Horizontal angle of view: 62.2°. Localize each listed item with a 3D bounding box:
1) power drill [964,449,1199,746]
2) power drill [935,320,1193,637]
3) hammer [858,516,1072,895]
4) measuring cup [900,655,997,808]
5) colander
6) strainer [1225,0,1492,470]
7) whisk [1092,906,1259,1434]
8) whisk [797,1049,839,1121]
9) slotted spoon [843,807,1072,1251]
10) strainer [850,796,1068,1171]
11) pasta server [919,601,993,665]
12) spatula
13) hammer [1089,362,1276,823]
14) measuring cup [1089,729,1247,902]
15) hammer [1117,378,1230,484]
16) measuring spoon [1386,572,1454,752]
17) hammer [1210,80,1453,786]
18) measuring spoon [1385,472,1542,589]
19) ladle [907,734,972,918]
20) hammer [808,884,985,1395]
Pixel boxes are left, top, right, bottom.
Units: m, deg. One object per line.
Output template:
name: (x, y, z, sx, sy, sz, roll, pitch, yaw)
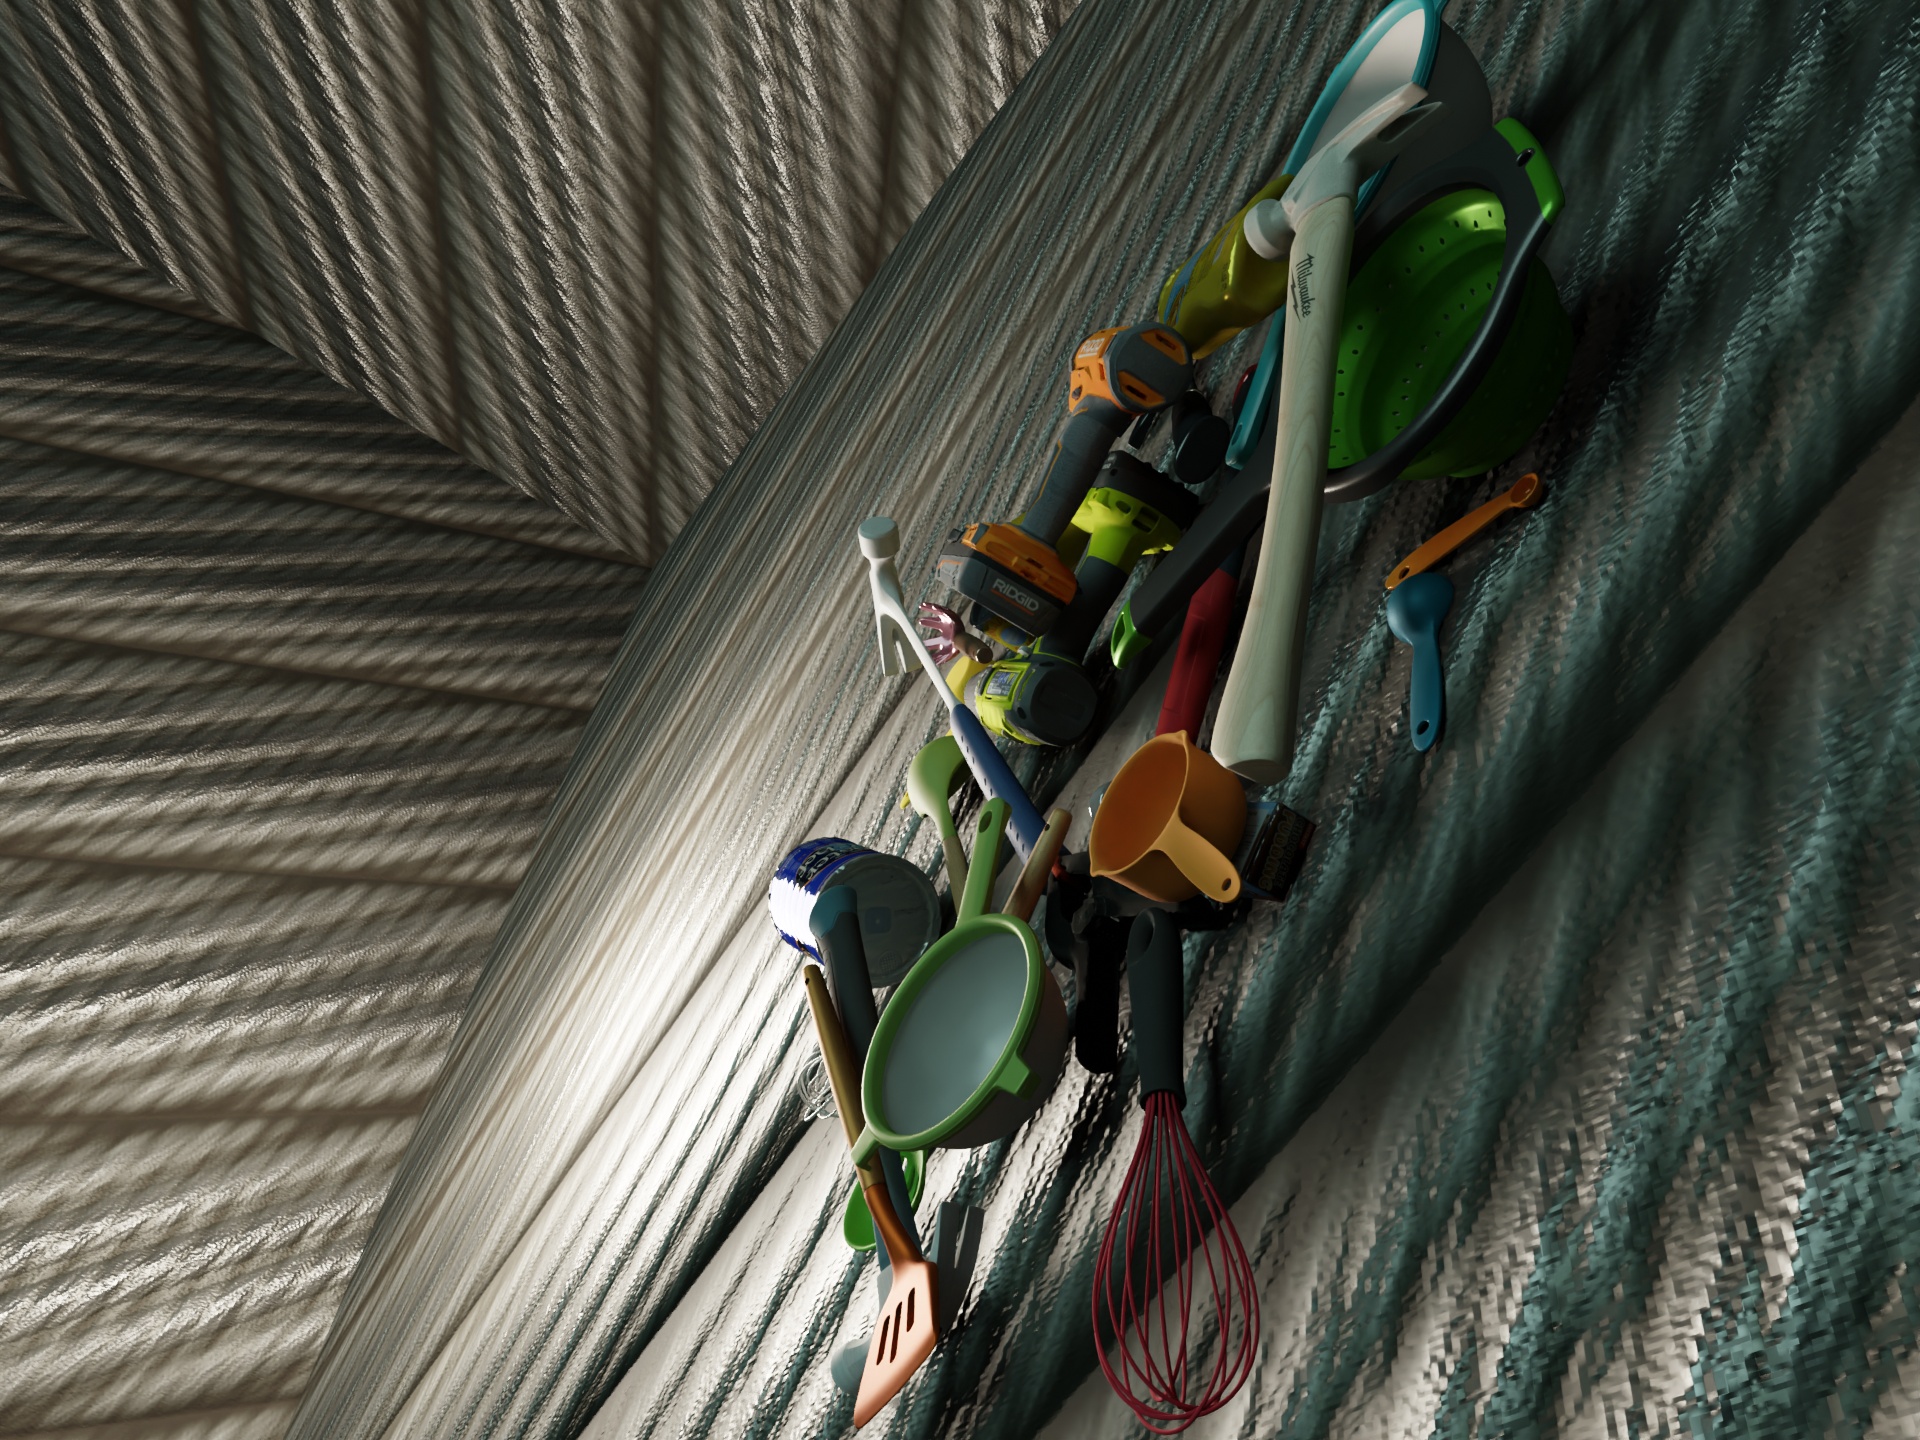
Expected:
power drill: (0.082, -0.088, 1.246, 0.228, 0.080, 0.190, -63, 17, -5)
power drill: (0.072, -0.181, 1.151, 0.226, 0.084, 0.164, -60, 15, 4)
hammer: (-0.002, -0.004, 1.223, 0.406, 0.035, 0.144, -120, 18, -50)
measuring cup: (-0.019, 0.007, 1.418, 0.156, 0.029, 0.062, -57, 19, -3)
colander: (0.232, -0.154, 0.945, 0.397, 0.094, 0.205, -51, 26, 37)
strainer: (0.277, -0.320, 1.094, 0.211, 0.095, 0.340, -169, 99, -78)
whisk: (0.100, 0.201, 0.771, 0.073, 0.073, 0.296, -47, 23, 32)
whisk: (-0.044, 0.216, 1.119, 0.246, 0.058, 0.059, -48, 3, 35)
slotted spoon: (0.003, 0.201, 1.027, 0.314, 0.031, 0.070, -66, 27, 3)
strainer: (0.022, 0.157, 0.967, 0.151, 0.069, 0.257, -34, 29, 36)
pasta server: (-0.004, -0.066, 1.342, 0.316, 0.040, 0.060, -131, 39, -81)
spatula: (-0.064, 0.263, 0.963, 0.081, 0.041, 0.323, -53, 36, 22)
hammer: (0.184, -0.103, 1.070, 0.143, 0.038, 0.387, -30, 34, 52)
measuring cup: (0.128, 0.069, 0.840, 0.095, 0.052, 0.174, -58, 21, 6)
hammer: (0.168, -0.239, 1.205, 0.149, 0.036, 0.409, -55, 8, 20)
measuring spoon: (0.241, -0.035, 0.847, 0.042, 0.021, 0.129, -41, 25, 42)
hammer: (0.192, -0.159, 0.864, 0.146, 0.038, 0.411, -30, 42, 55)
measuring spoon: (0.278, -0.101, 0.880, 0.117, 0.011, 0.021, -40, 26, 51)
ladle: (0.007, 0.113, 1.201, 0.078, 0.062, 0.320, -54, 26, 23)
hammer: (-0.059, 0.247, 1.030, 0.128, 0.033, 0.331, -45, 40, 28)
